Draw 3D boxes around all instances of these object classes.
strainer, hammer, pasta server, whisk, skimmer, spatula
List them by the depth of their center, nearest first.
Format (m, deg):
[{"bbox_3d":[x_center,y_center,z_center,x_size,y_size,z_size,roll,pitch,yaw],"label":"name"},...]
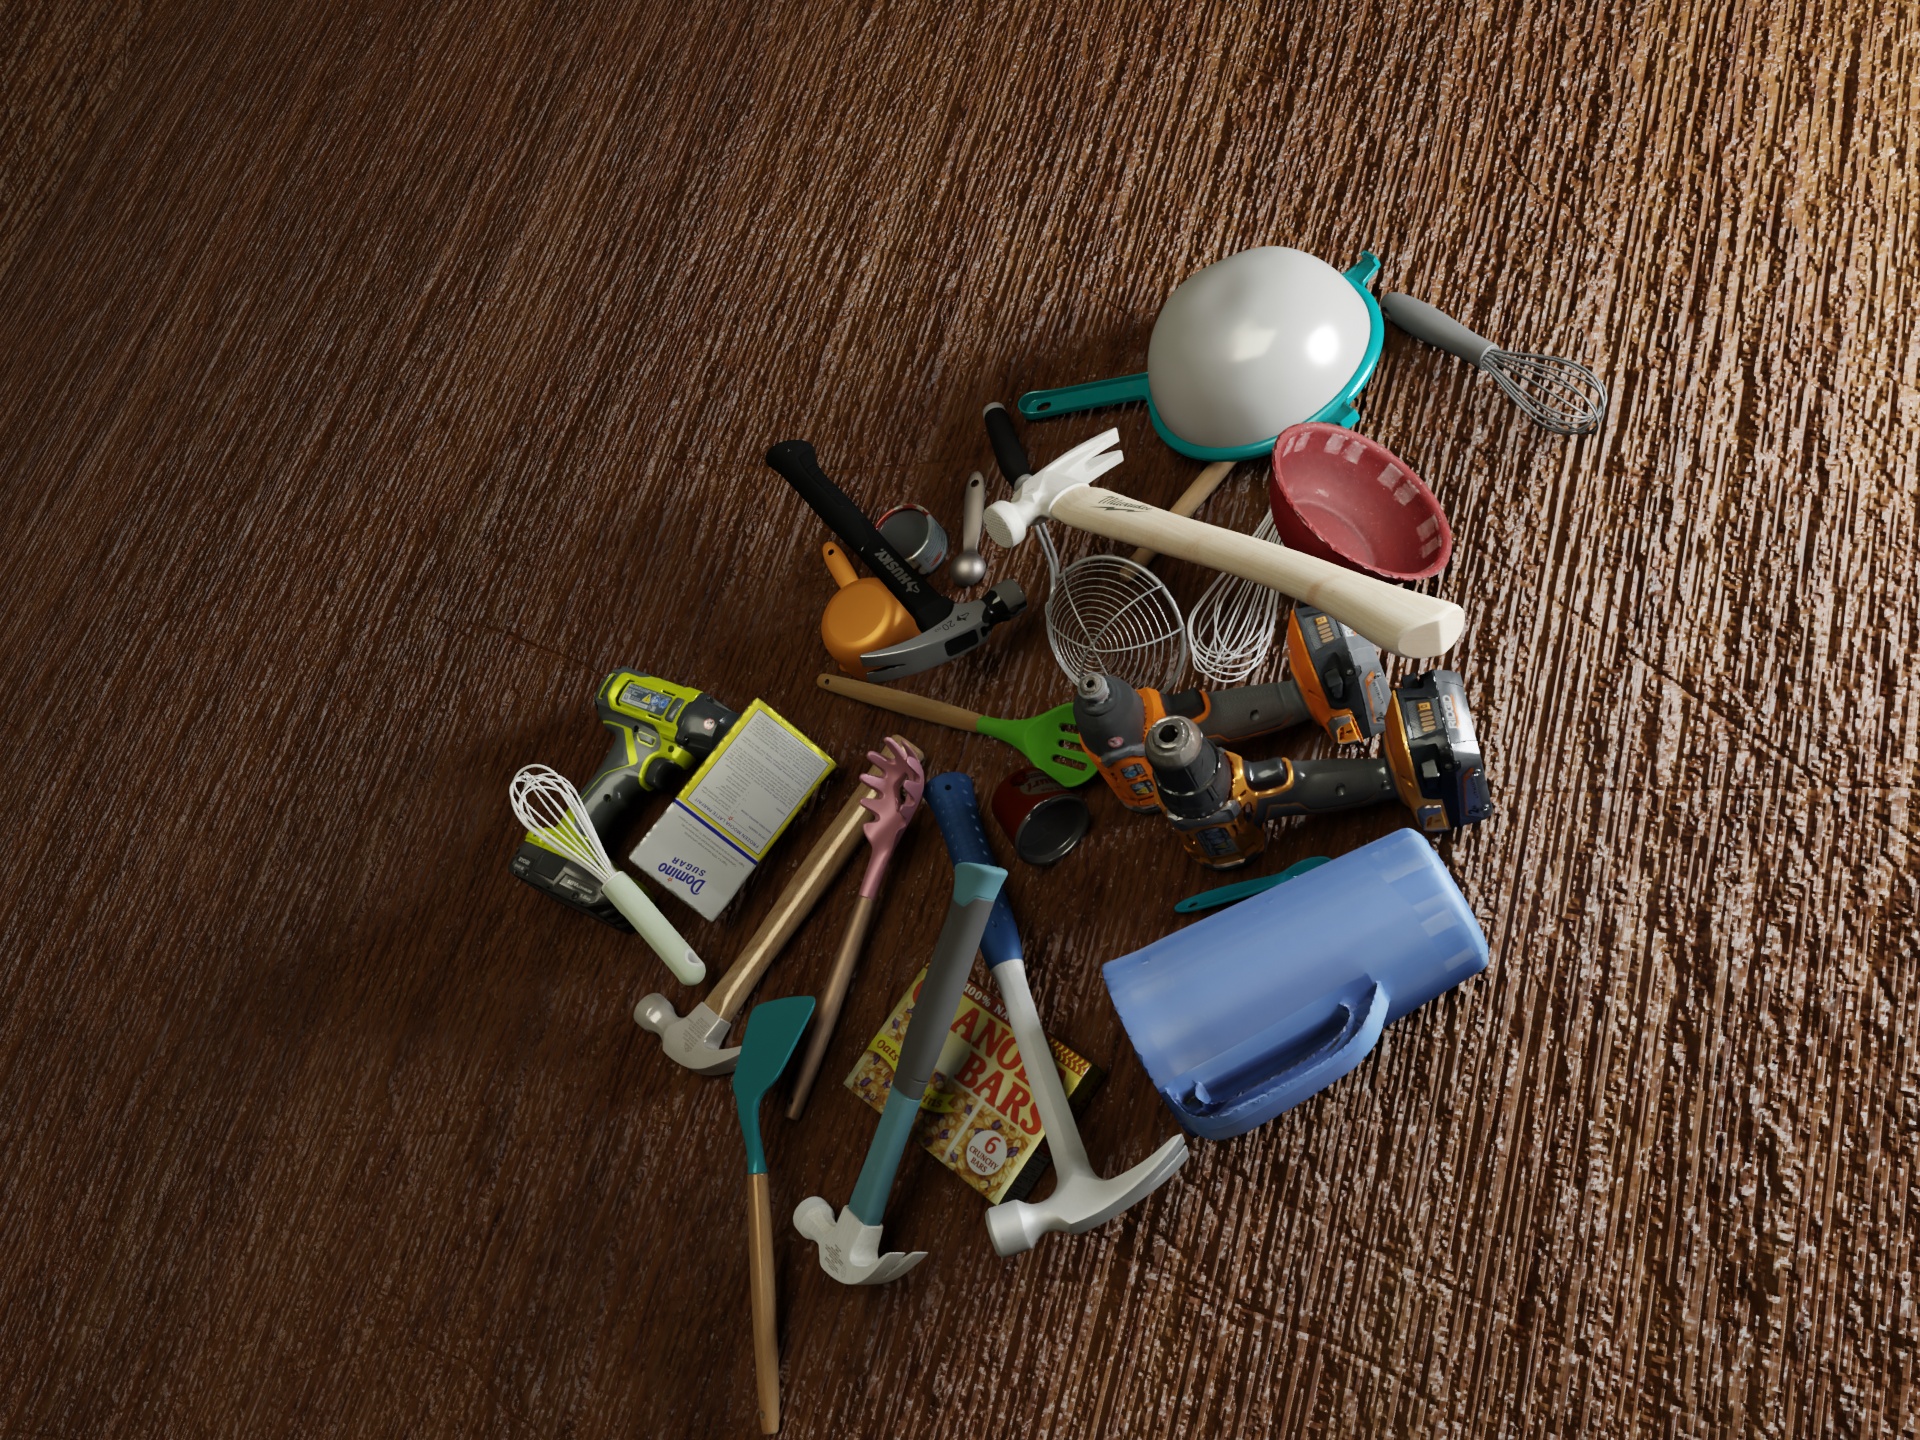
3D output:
[{"bbox_3d":[-0.035,0.255,1.152,0.128,0.033,0.331,29,102,53],"label":"hammer"},{"bbox_3d":[0.199,-0.133,1.188,0.146,0.038,0.411,-37,40,-23],"label":"hammer"},{"bbox_3d":[0.043,0.192,1.191,0.144,0.035,0.406,-20,47,0],"label":"hammer"},{"bbox_3d":[-0.144,0.372,1.215,0.082,0.044,0.318,-18,70,43],"label":"spatula"},{"bbox_3d":[0.423,-0.294,1.278,0.055,0.055,0.239,-44,50,1],"label":"whisk"},{"bbox_3d":[0.255,-0.156,1.291,0.070,0.070,0.285,15,69,32],"label":"whisk"},{"bbox_3d":[-0.091,0.168,1.295,0.060,0.040,0.316,7,74,49],"label":"pasta server"},{"bbox_3d":[-0.137,0.154,1.346,0.130,0.031,0.331,31,82,36],"label":"hammer"},{"bbox_3d":[-0.301,0.132,1.353,0.246,0.058,0.059,46,110,13],"label":"whisk"},{"bbox_3d":[0.185,-0.323,1.370,0.340,0.095,0.211,-5,56,32],"label":"strainer"},{"bbox_3d":[0.095,-0.161,1.379,0.364,0.090,0.127,-107,33,-44],"label":"skimmer"},{"bbox_3d":[-0.089,-0.158,1.423,0.146,0.035,0.335,-32,50,-12],"label":"hammer"}]

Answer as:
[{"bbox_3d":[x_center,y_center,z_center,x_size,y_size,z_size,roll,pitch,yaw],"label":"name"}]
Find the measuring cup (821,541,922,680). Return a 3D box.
[{"bbox_3d":[-0.100,-0.115,1.451,0.095,0.052,0.174,-35,57,7],"label":"measuring cup"}]

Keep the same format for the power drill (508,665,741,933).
[{"bbox_3d":[-0.295,0.070,1.445,0.171,0.080,0.223,18,72,28],"label":"power drill"}]

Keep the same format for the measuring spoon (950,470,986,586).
[{"bbox_3d":[0.008,-0.179,1.450,0.034,0.018,0.124,-8,61,24],"label":"measuring spoon"}]

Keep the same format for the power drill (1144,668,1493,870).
[{"bbox_3d":[0.246,0.032,1.120,0.226,0.185,0.084,-14,58,17],"label":"power drill"}]

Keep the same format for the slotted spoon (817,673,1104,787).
[{"bbox_3d":[-0.002,-0.004,1.361,0.314,0.031,0.070,15,89,34],"label":"slotted spoon"}]

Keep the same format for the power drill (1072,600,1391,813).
[{"bbox_3d":[0.197,-0.016,1.181,0.226,0.164,0.084,-21,56,15],"label":"power drill"}]

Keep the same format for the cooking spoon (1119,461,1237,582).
[{"bbox_3d":[0.243,-0.241,1.358,0.319,0.017,0.069,-49,42,-1],"label":"cooking spoon"}]

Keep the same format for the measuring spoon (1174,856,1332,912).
[{"bbox_3d":[0.221,0.131,1.183,0.128,0.021,0.042,-19,20,28],"label":"measuring spoon"}]
